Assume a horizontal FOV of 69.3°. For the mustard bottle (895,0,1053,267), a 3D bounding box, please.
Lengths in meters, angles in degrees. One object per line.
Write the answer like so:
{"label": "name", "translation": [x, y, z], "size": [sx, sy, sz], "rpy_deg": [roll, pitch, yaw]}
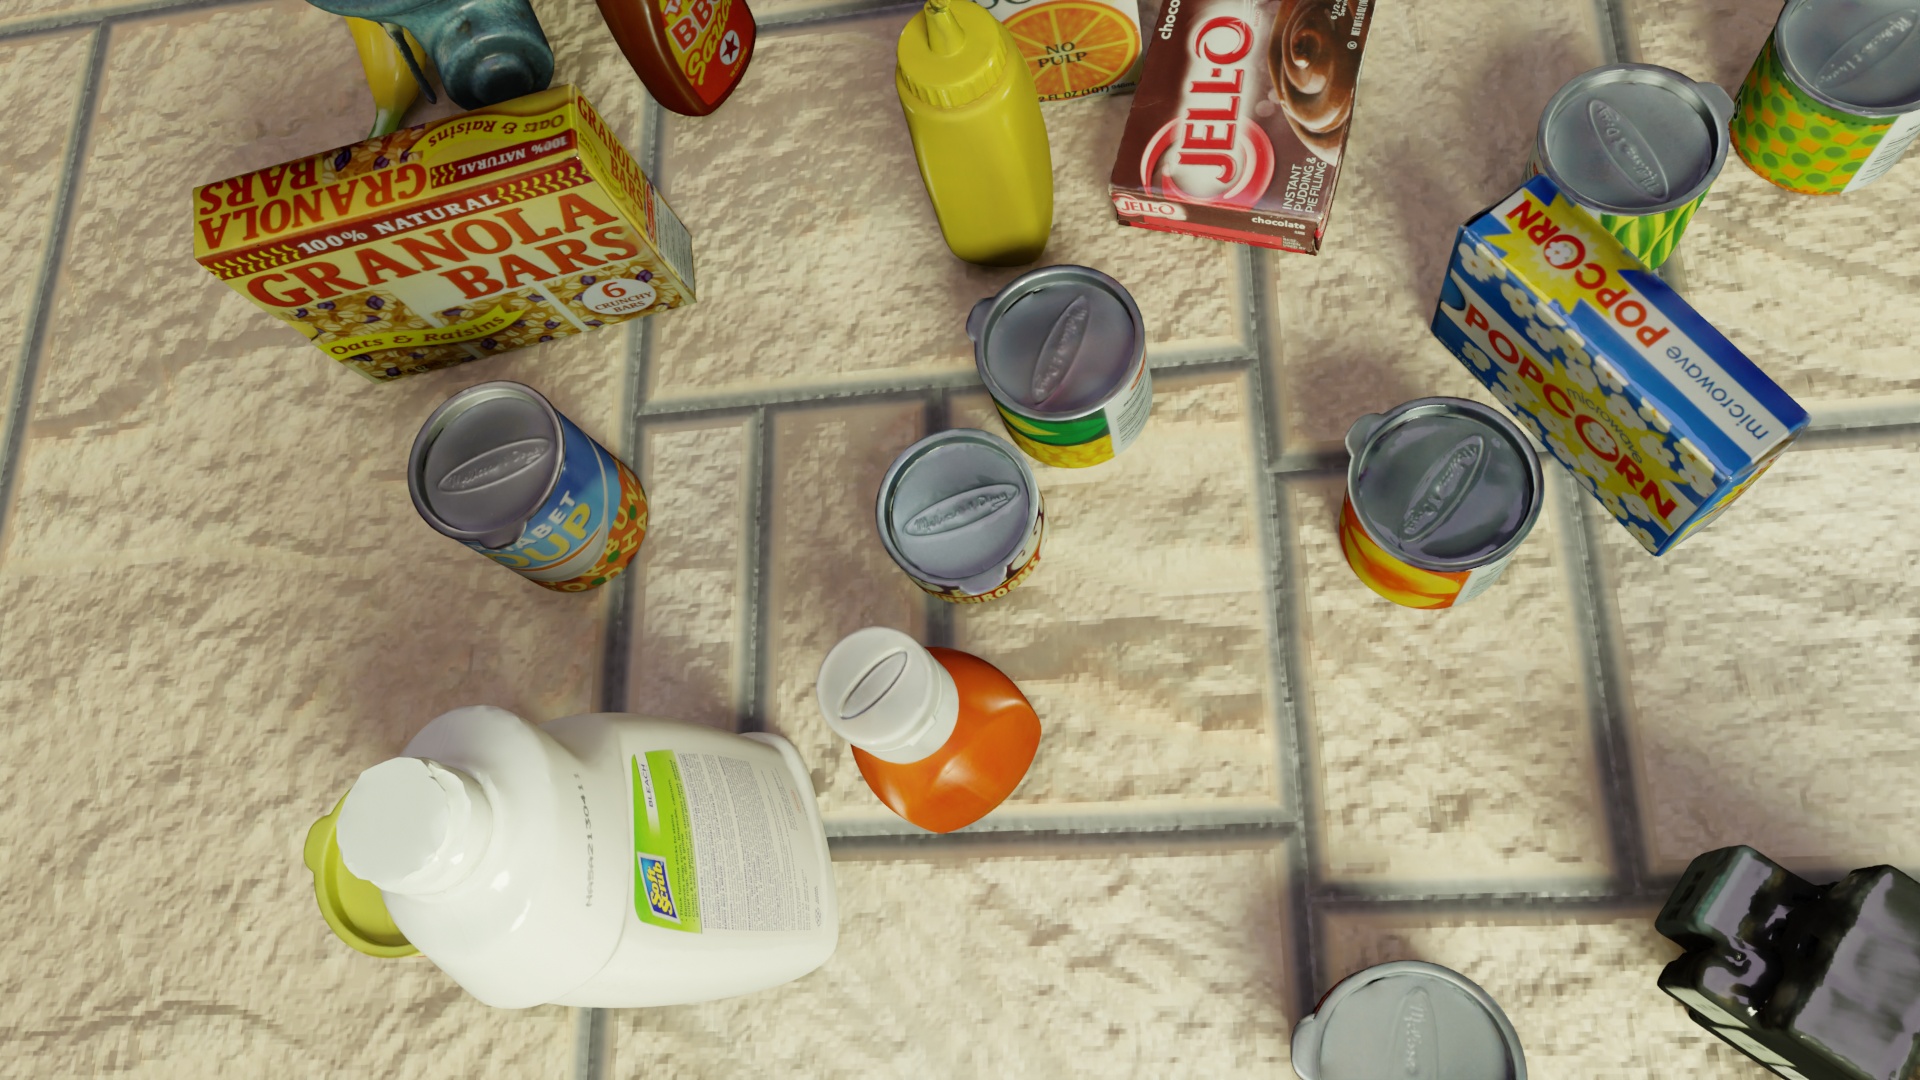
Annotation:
{"label": "mustard bottle", "translation": [0.005, -0.166, 0.546], "size": [0.049, 0.160, 0.065], "rpy_deg": [0, 73, 12]}

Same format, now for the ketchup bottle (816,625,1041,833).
{"label": "ketchup bottle", "translation": [-0.010, 0.065, 0.479], "size": [0.043, 0.148, 0.065], "rpy_deg": [42, 85, 20]}

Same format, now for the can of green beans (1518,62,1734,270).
{"label": "can of green beans", "translation": [0.254, -0.141, 0.541], "size": [0.071, 0.057, 0.071], "rpy_deg": [-3, 72, 11]}

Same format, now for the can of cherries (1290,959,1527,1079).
{"label": "can of cherries", "translation": [0.145, 0.173, 0.460], "size": [0.071, 0.058, 0.071], "rpy_deg": [-3, 72, 11]}

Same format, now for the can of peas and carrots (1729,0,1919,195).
{"label": "can of peas and carrots", "translation": [0.338, -0.177, 0.535], "size": [0.071, 0.058, 0.071], "rpy_deg": [-3, 72, 11]}

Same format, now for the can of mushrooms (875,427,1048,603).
{"label": "can of mushrooms", "translation": [0.002, -0.007, 0.562], "size": [0.071, 0.033, 0.071], "rpy_deg": [-3, 72, 11]}

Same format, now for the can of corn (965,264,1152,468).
{"label": "can of corn", "translation": [0.041, -0.069, 0.561], "size": [0.071, 0.058, 0.071], "rpy_deg": [-3, 72, 11]}

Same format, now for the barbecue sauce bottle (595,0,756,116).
{"label": "barbecue sauce bottle", "translation": [-0.138, -0.254, 0.611], "size": [0.044, 0.148, 0.065], "rpy_deg": [21, 78, 17]}

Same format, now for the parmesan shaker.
{"label": "parmesan shaker", "translation": [-0.183, 0.122, 0.521], "size": [0.071, 0.103, 0.071], "rpy_deg": [-3, 72, 11]}

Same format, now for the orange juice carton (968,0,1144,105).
{"label": "orange juice carton", "translation": [0.029, -0.260, 0.555], "size": [0.072, 0.192, 0.073], "rpy_deg": [-7, 71, 10]}

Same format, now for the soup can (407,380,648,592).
{"label": "soup can", "translation": [-0.176, -0.017, 0.575], "size": [0.071, 0.083, 0.071], "rpy_deg": [-3, 72, 11]}

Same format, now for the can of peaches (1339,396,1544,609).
{"label": "can of peaches", "translation": [0.174, -0.014, 0.516], "size": [0.071, 0.058, 0.071], "rpy_deg": [-3, 72, 11]}

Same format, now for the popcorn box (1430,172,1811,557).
{"label": "popcorn box", "translation": [0.232, -0.062, 0.505], "size": [0.038, 0.085, 0.127], "rpy_deg": [-37, 69, -1]}

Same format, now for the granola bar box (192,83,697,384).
{"label": "granola bar box", "translation": [-0.214, -0.125, 0.597], "size": [0.165, 0.124, 0.039], "rpy_deg": [-13, 71, 7]}
